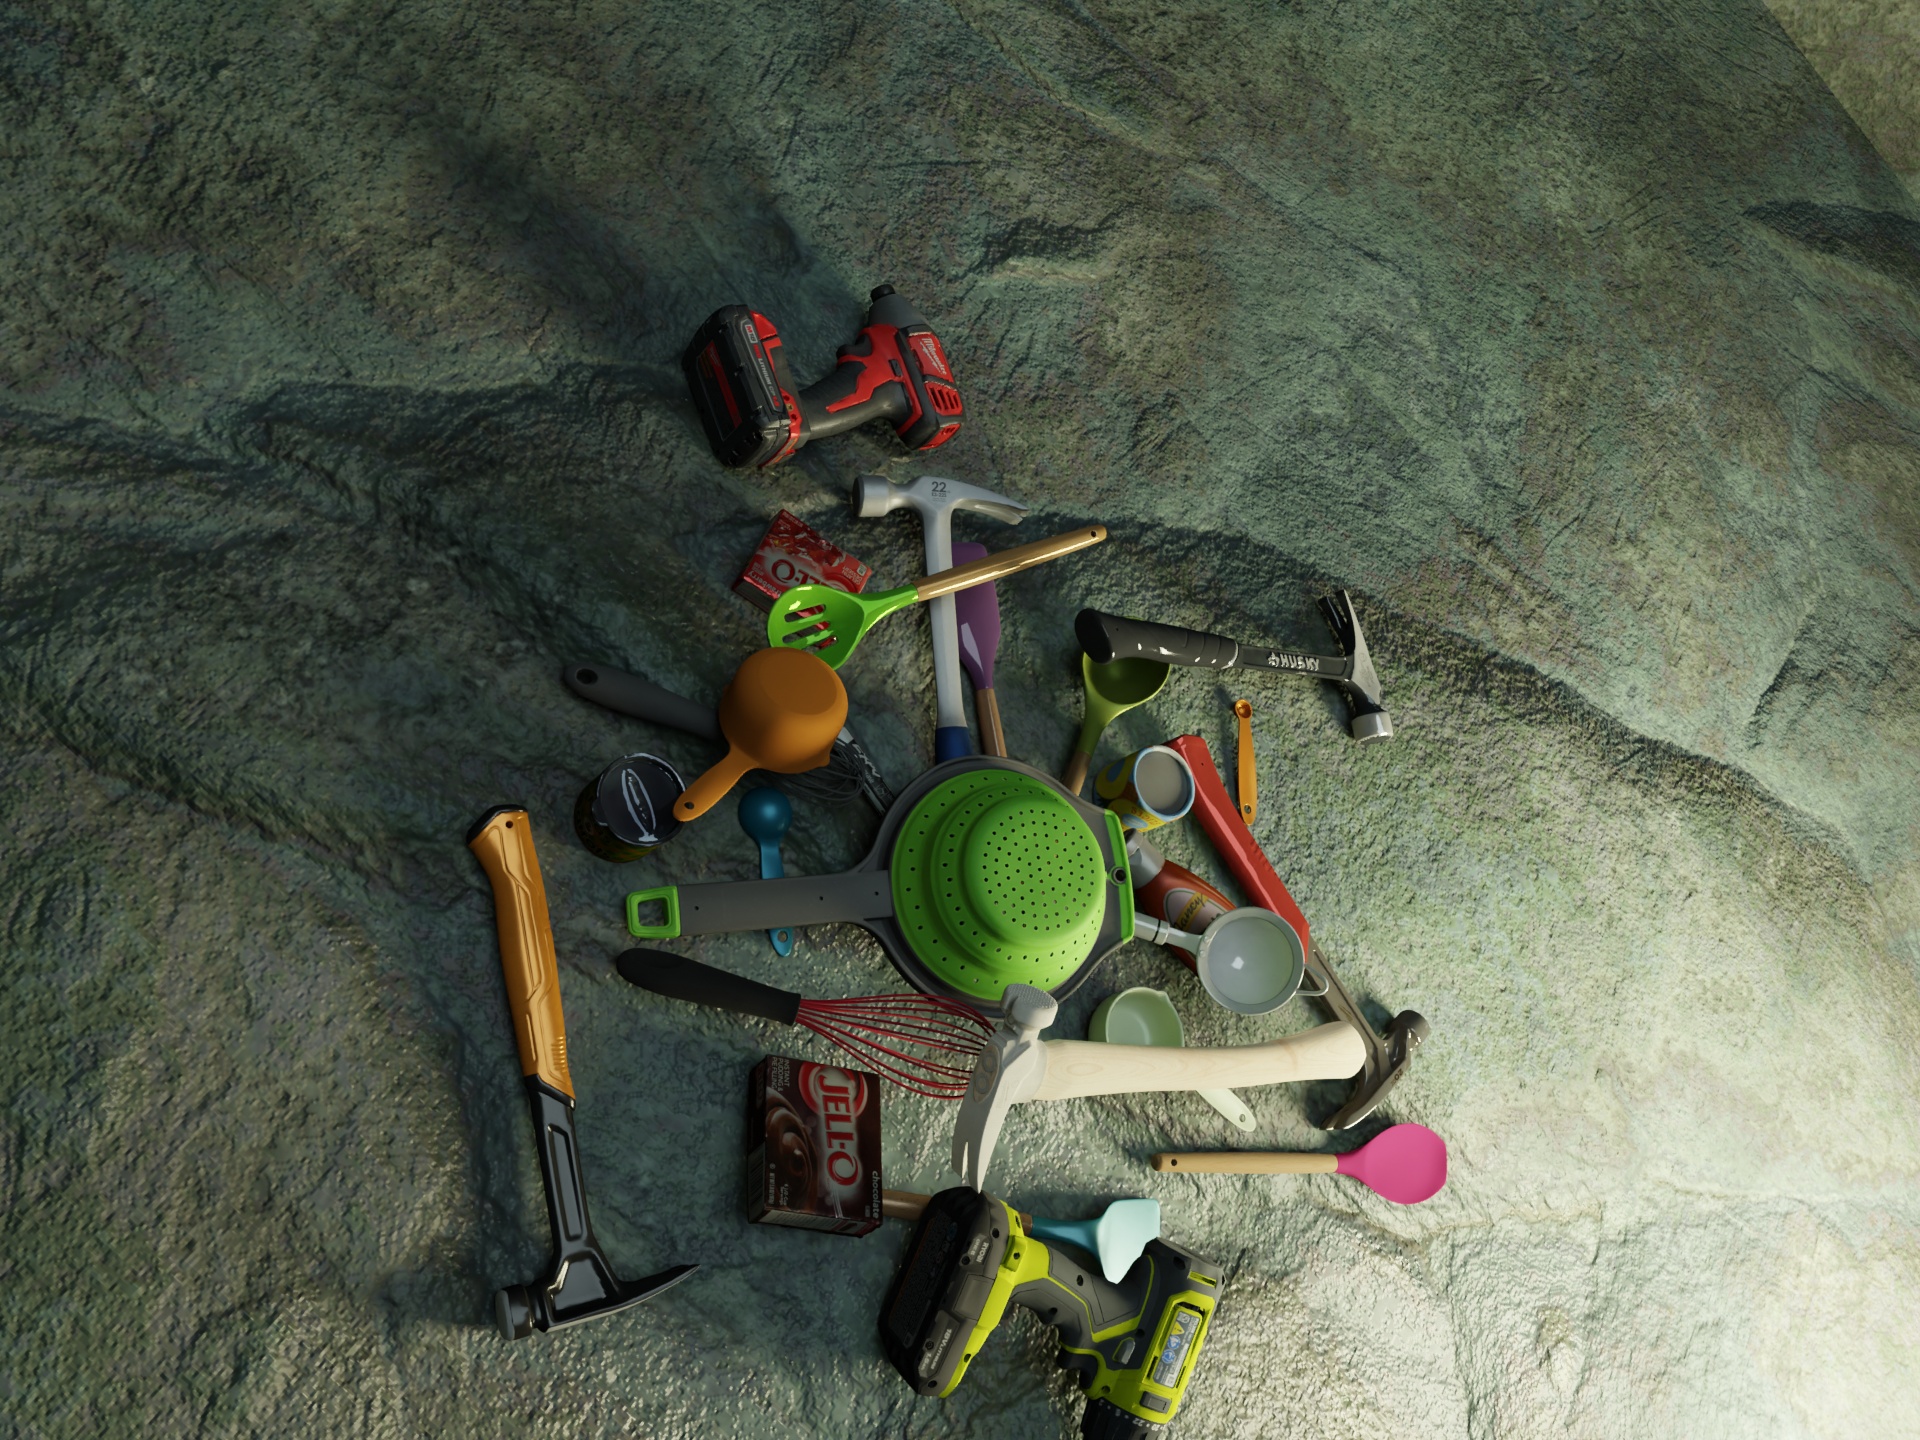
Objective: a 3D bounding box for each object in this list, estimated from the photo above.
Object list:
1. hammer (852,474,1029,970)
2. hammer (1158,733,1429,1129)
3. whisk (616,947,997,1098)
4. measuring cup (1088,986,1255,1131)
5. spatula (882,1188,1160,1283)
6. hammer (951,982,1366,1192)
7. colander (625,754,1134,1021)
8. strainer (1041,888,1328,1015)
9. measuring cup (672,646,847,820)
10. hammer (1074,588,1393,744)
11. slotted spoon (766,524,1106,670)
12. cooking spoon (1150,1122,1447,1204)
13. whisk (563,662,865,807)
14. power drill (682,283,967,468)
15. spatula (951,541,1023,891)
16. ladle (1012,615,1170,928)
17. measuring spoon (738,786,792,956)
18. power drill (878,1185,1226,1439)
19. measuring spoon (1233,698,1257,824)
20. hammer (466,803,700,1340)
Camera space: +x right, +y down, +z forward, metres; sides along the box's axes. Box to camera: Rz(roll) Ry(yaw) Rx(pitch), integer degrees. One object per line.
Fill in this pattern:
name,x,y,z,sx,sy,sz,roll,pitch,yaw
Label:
hammer,-0.002,-0.004,1.269,0.144,0.035,0.406,-1,75,-16
hammer,0.272,0.172,1.383,0.149,0.036,0.359,-35,93,-35
whisk,-0.097,0.209,1.119,0.295,0.073,0.073,17,64,-11
measuring cup,0.170,0.282,1.284,0.167,0.038,0.083,41,57,-15
spatula,0.022,0.371,1.173,0.317,0.044,0.082,16,66,-20
hammer,0.168,0.272,1.208,0.410,0.038,0.146,8,106,-40
colander,-0.036,0.120,1.146,0.397,0.094,0.205,-2,77,-22
strainer,0.169,0.172,1.284,0.258,0.050,0.087,19,87,-1
measuring cup,-0.143,0.009,1.115,0.095,0.052,0.174,37,41,4
hammer,0.246,-0.062,1.397,0.408,0.036,0.149,5,69,-43
slotted spoon,-0.014,-0.106,1.256,0.313,0.031,0.070,-21,93,-25
cooking spoon,0.292,0.371,1.336,0.318,0.017,0.069,9,78,-29
whisk,-0.177,0.008,1.169,0.238,0.055,0.055,21,63,-18
power drill,-0.105,-0.284,1.296,0.219,0.078,0.143,-15,82,-37
spatula,0.022,0.000,1.304,0.059,0.018,0.316,-4,74,-23
ladle,0.097,0.045,1.299,0.078,0.062,0.320,30,58,-9
measuring spoon,-0.135,0.109,1.169,0.042,0.021,0.129,0,73,-31
power drill,0.063,0.443,1.127,0.228,0.080,0.190,27,82,-21
measuring spoon,0.255,0.038,1.437,0.021,0.011,0.117,9,73,-29
hammer,-0.266,0.219,1.046,0.127,0.034,0.337,-6,77,-32
